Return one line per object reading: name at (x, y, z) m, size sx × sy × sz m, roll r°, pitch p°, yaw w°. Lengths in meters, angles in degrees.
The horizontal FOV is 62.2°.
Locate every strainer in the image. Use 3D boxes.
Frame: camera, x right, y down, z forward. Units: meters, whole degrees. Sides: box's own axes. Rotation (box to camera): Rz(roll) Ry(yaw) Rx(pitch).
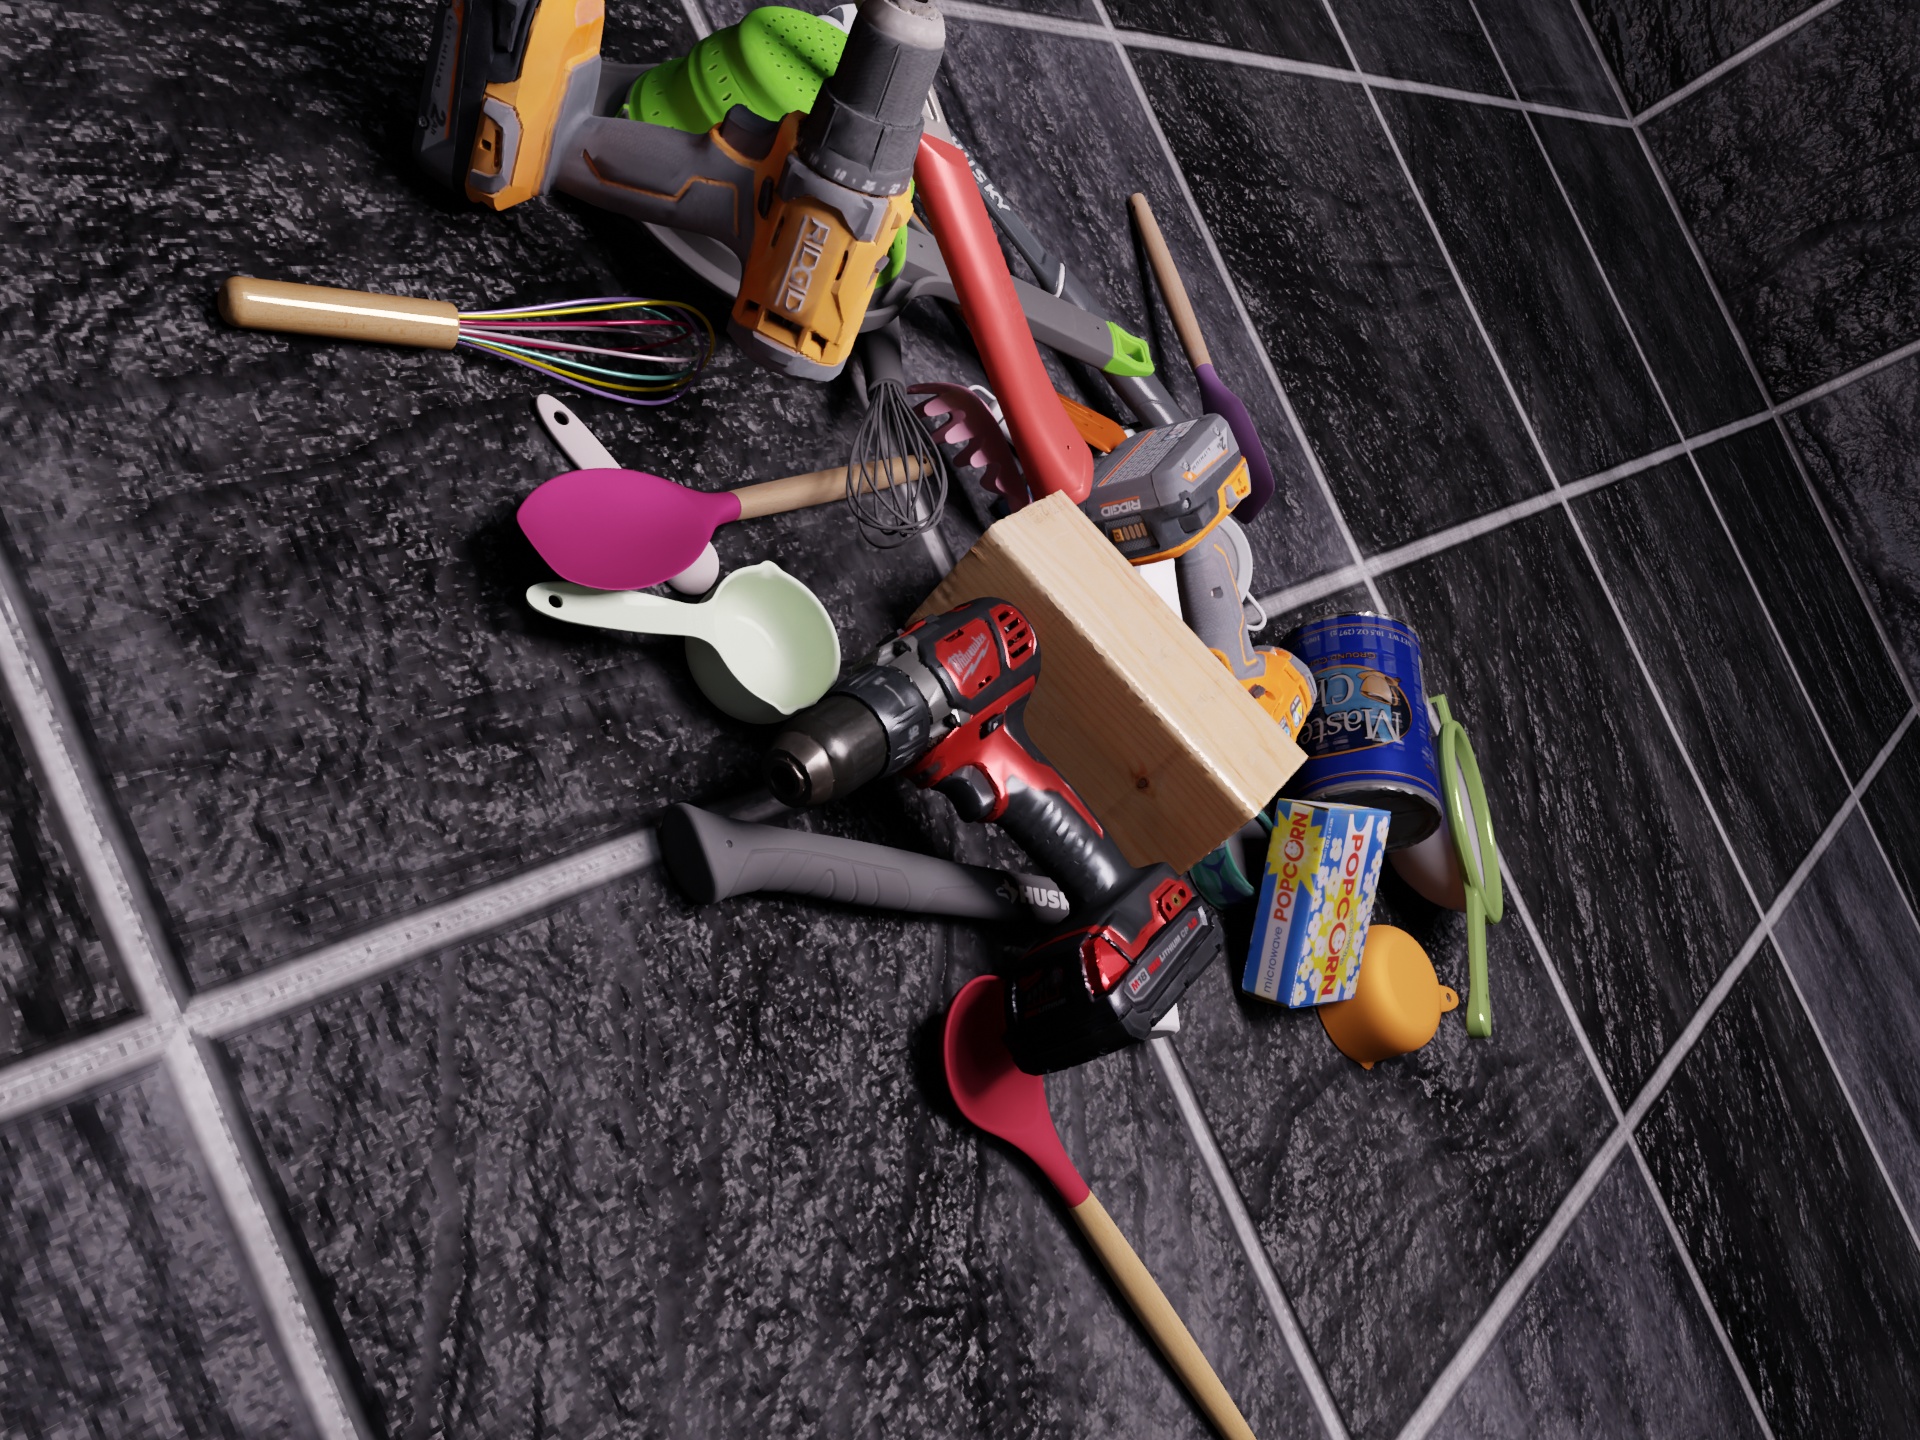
strainer at (0.337, 0.117, 1.127) m, size 0.151 × 0.069 × 0.257 m, roll 57°, pitch 32°, yaw -37°
strainer at (0.102, -0.141, 1.056) m, size 0.258 × 0.050 × 0.087 m, roll 36°, pitch 91°, yaw -21°

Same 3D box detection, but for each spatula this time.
spatula at (0.172, -0.277, 1.181) m, size 0.018 × 0.059 × 0.316 m, roll 0°, pitch 58°, yaw -25°
spatula at (-0.004, -0.293, 1.025) m, size 0.322 × 0.041 × 0.081 m, roll 52°, pitch 21°, yaw -11°

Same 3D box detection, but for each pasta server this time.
pasta server at (0.059, -0.072, 0.975) m, size 0.040 × 0.060 × 0.316 m, roll -31°, pitch 103°, yaw -5°

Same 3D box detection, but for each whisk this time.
whisk at (-0.044, -0.184, 0.902) m, size 0.055 × 0.055 × 0.239 m, roll 27°, pitch 38°, yaw -34°
whisk at (-0.219, -0.187, 0.747) m, size 0.245 × 0.047 × 0.051 m, roll -5°, pitch 75°, yaw -44°

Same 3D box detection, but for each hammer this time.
hammer at (-0.008, 0.082, 0.829) m, size 0.334 × 0.035 × 0.146 m, roll 15°, pitch 60°, yaw -41°
hammer at (-0.008, -0.267, 0.845) m, size 0.149 × 0.037 × 0.358 m, roll -46°, pitch 126°, yaw -34°
hammer at (0.053, -0.316, 1.085) m, size 0.409 × 0.036 × 0.149 m, roll 50°, pitch 41°, yaw -10°

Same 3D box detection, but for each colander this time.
colander at (-0.023, -0.300, 0.915) m, size 0.396 × 0.094 × 0.205 m, roll 16°, pitch 48°, yaw -30°

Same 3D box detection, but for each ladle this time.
ladle at (0.076, 0.267, 0.824) m, size 0.069 × 0.031 × 0.315 m, roll -40°, pitch 102°, yaw -40°

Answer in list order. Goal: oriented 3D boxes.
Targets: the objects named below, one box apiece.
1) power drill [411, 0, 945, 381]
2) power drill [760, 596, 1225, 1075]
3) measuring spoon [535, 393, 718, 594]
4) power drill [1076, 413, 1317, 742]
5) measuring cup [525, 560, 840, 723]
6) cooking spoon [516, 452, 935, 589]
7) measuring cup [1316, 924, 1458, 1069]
power drill at (-0.125, -0.284, 0.740) m, size 0.226 × 0.185 × 0.084 m, roll 27°, pitch 38°, yaw -2°
power drill at (0.015, 0.060, 0.781) m, size 0.188 × 0.080 × 0.226 m, roll -34°, pitch 92°, yaw -49°
measuring spoon at (-0.162, -0.114, 0.784) m, size 0.124 × 0.018 × 0.034 m, roll 49°, pitch 43°, yaw -16°
power drill at (0.148, -0.057, 0.988) m, size 0.164 × 0.084 × 0.226 m, roll -49°, pitch 122°, yaw -49°
measuring cup at (-0.135, -0.040, 0.762) m, size 0.167 × 0.038 × 0.083 m, roll 8°, pitch 63°, yaw -38°
cooking spoon at (-0.103, -0.114, 0.826) m, size 0.069 × 0.017 × 0.319 m, roll 51°, pitch 35°, yaw 9°
measuring cup at (0.312, 0.185, 1.090) m, size 0.173 × 0.052 × 0.095 m, roll 9°, pitch 64°, yaw -41°
